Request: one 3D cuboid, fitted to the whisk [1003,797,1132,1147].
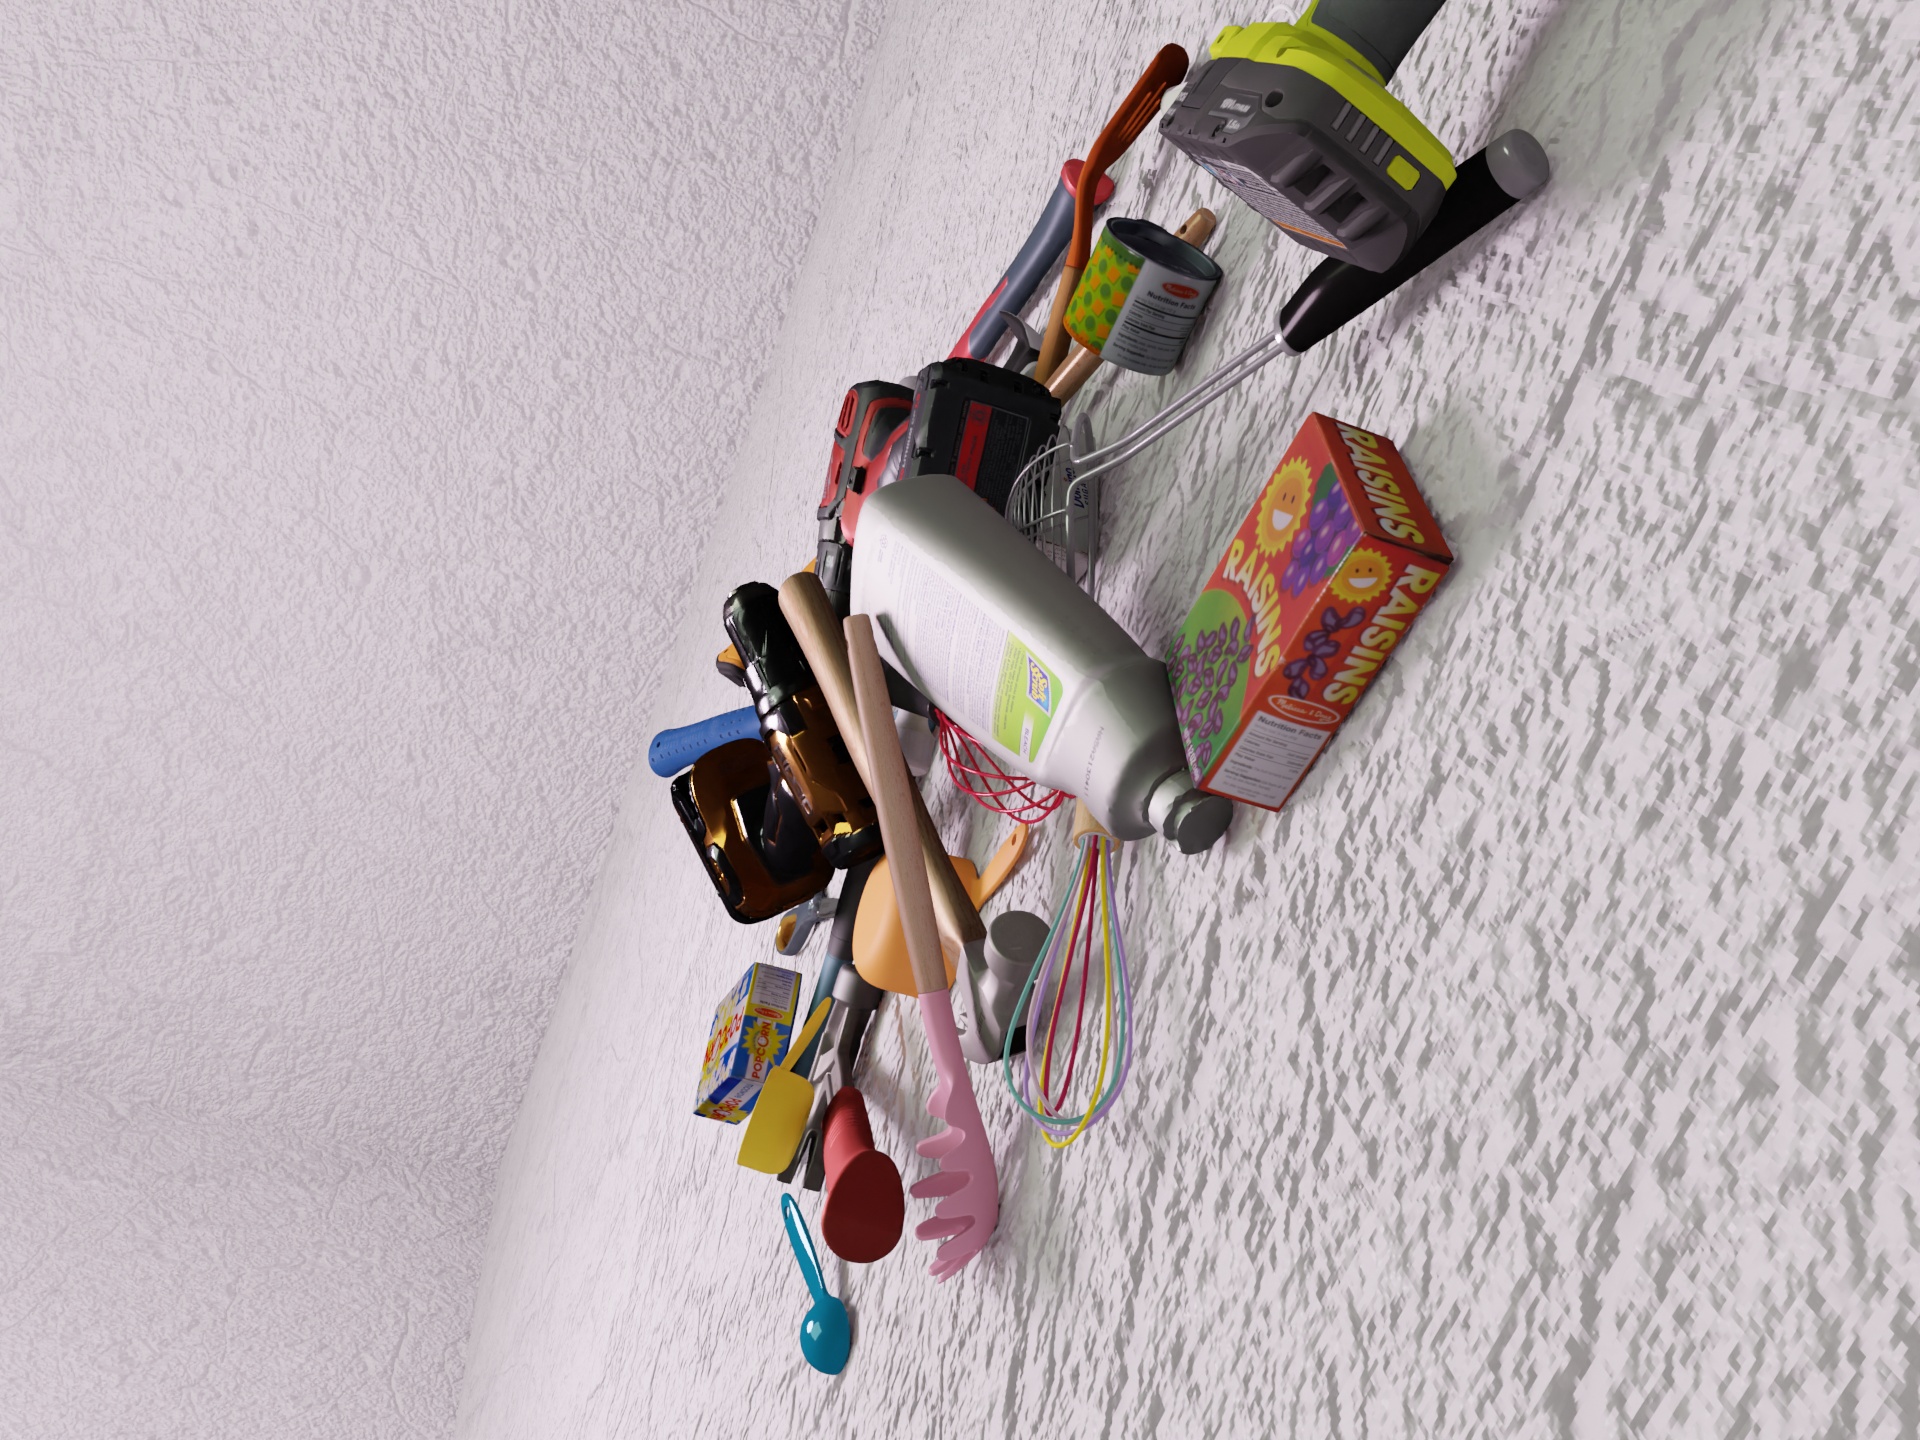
[{"bbox_3d":[0.056,0.074,0.708,0.047,0.051,0.245,89,-172,-52],"label":"whisk"}]

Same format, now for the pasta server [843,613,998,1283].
[{"bbox_3d":[-0.026,0.104,0.762,0.060,0.040,0.316,148,111,-75],"label":"pasta server"}]

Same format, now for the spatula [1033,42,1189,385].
[{"bbox_3d":[0.075,-0.257,0.996,0.081,0.041,0.322,-37,-37,-69],"label":"spatula"}]

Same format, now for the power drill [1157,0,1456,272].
[{"bbox_3d":[0.178,-0.272,0.534,0.228,0.080,0.191,-53,20,15],"label":"power drill"}]

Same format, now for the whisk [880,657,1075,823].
[{"bbox_3d":[-0.001,-0.003,0.893,0.296,0.073,0.073,30,103,67],"label":"whisk"}]

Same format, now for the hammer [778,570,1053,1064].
[{"bbox_3d":[-0.036,0.039,0.854,0.130,0.031,0.332,100,151,-45],"label":"hammer"}]

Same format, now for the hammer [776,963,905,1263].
[{"bbox_3d":[-0.066,0.233,0.874,0.359,0.036,0.149,179,108,-84],"label":"hammer"}]

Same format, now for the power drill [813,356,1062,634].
[{"bbox_3d":[-0.034,-0.117,0.948,0.227,0.080,0.188,-169,92,-68],"label":"power drill"}]

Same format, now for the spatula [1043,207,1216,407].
[{"bbox_3d":[0.046,-0.195,0.962,0.317,0.044,0.082,-44,47,46],"label":"spatula"}]

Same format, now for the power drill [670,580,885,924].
[{"bbox_3d":[-0.122,0.027,1.037,0.185,0.084,0.226,62,150,8],"label":"power drill"}]

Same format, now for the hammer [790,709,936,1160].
[{"bbox_3d":[-0.080,0.150,1.109,0.128,0.033,0.331,-151,78,-75],"label":"hammer"}]

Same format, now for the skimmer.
[{"bbox_3d":[0.127,-0.132,0.705,0.363,0.090,0.127,-31,48,53],"label":"skimmer"}]

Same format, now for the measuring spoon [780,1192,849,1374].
[{"bbox_3d":[-0.096,0.330,0.943,0.129,0.021,0.042,56,131,52],"label":"measuring spoon"}]

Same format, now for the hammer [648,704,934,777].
[{"bbox_3d":[-0.132,-0.008,1.193,0.405,0.035,0.144,-14,61,54],"label":"hammer"}]

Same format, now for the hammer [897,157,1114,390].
[{"bbox_3d":[0.016,-0.285,1.218,0.386,0.038,0.143,138,144,-62],"label":"hammer"}]

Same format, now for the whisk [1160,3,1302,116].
[{"bbox_3d":[0.142,-0.329,0.827,0.246,0.058,0.059,-111,10,-72],"label":"whisk"}]

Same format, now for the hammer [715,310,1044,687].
[{"bbox_3d":[-0.059,-0.149,1.135,0.337,0.034,0.127,-44,26,19],"label":"hammer"}]

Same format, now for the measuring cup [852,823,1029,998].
[{"bbox_3d":[-0.015,0.096,0.904,0.173,0.052,0.095,124,157,-51],"label":"measuring cup"}]

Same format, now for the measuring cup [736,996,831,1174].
[{"bbox_3d":[-0.089,0.206,0.923,0.156,0.029,0.062,-56,-14,-67],"label":"measuring cup"}]
